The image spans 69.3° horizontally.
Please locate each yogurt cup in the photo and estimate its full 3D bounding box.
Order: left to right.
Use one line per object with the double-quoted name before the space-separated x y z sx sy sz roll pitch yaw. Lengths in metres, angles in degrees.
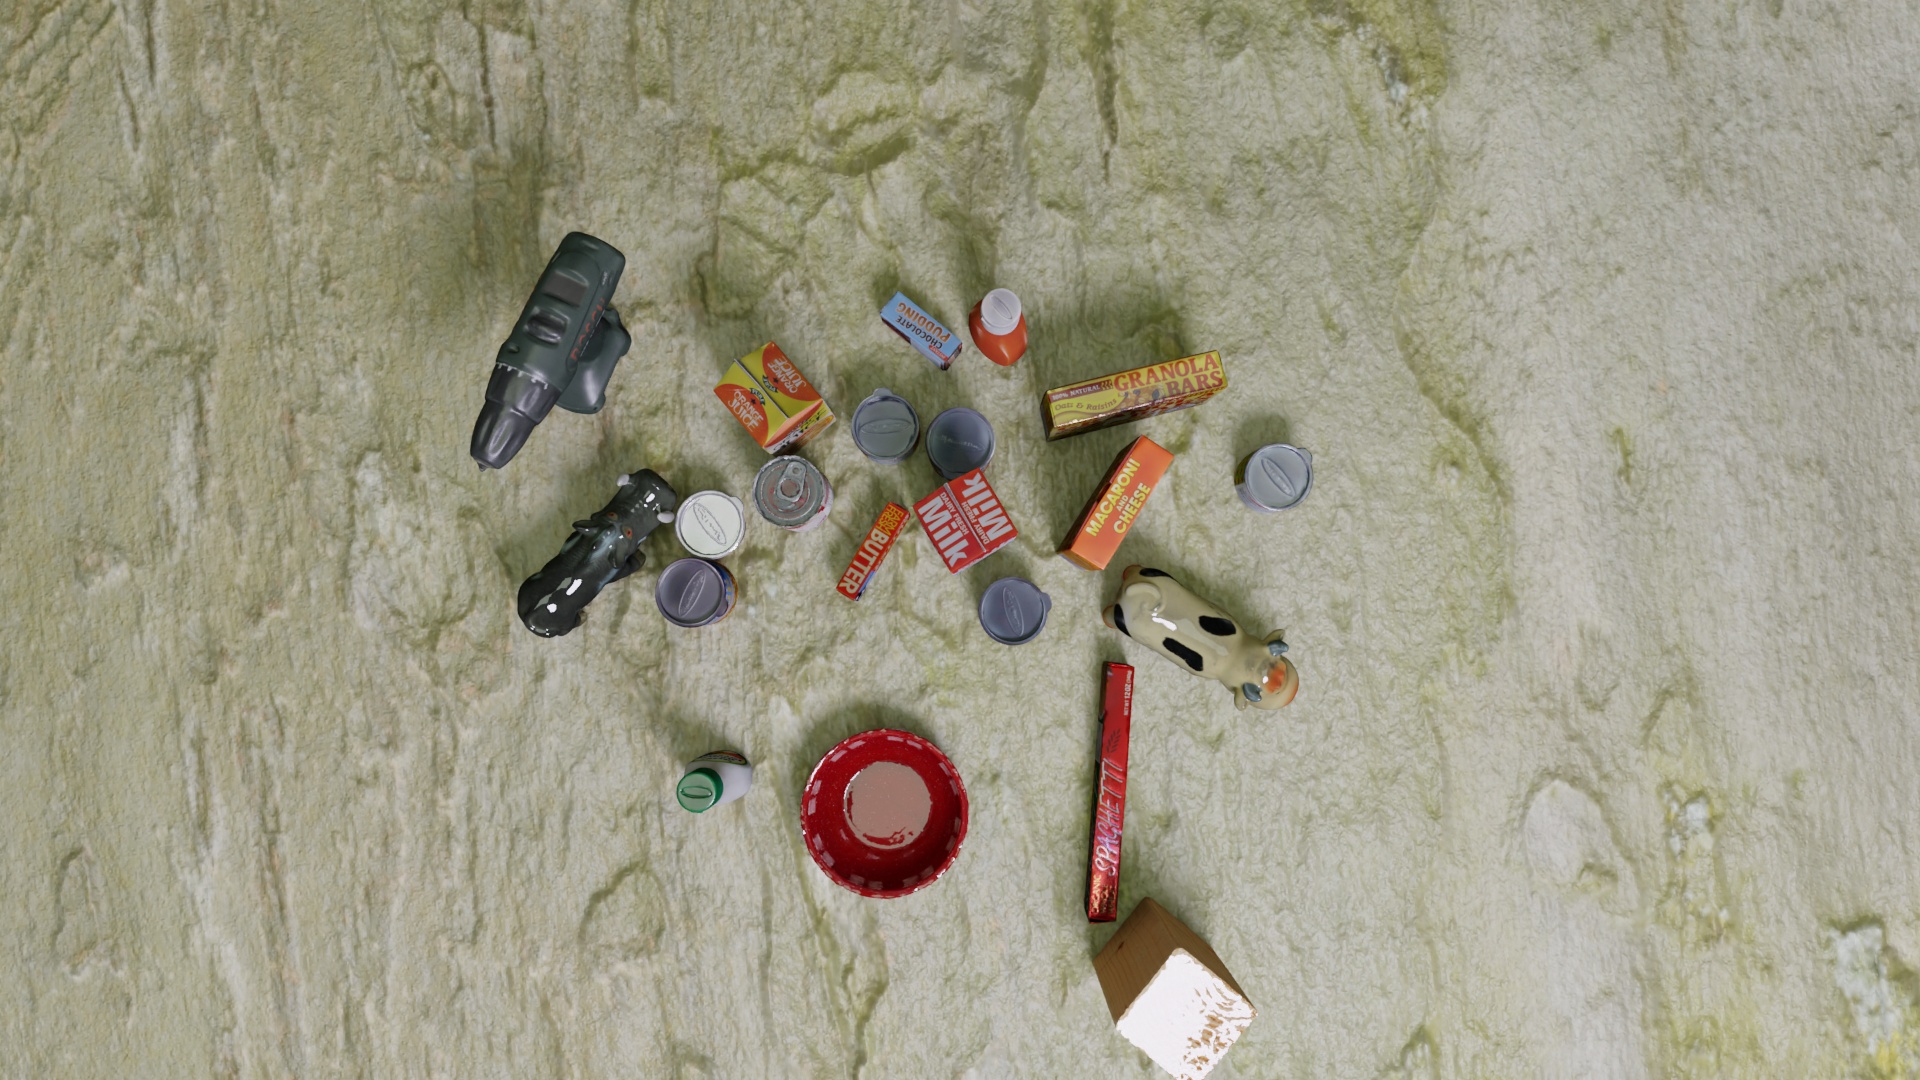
"yogurt cup" -0.242 -0.015 1.364 0.072 0.054 0.072 0 87 0

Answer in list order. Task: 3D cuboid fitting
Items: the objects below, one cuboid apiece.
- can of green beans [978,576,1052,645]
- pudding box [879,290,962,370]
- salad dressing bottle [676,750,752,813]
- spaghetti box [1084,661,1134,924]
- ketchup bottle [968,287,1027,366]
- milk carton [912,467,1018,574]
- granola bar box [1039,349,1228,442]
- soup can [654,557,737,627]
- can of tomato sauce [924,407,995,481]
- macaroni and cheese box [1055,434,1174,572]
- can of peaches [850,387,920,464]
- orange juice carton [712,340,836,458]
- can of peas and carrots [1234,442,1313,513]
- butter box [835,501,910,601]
"can of green beans" 0.050 0.069 1.358 0.071 0.058 0.071 0 87 0
"pudding box" -0.039 -0.207 1.376 0.084 0.049 0.030 38 88 2
"salad dressing bottle" -0.234 0.227 1.305 0.064 0.147 0.044 5 88 0
"spaghetti box" 0.144 0.243 1.354 0.029 0.050 0.250 4 87 0
"ketchup bottle" 0.036 -0.207 1.326 0.043 0.149 0.065 -41 88 -1
"milk carton" 0.005 -0.016 1.296 0.073 0.190 0.072 -31 88 -1
"granola bar box" 0.162 -0.138 1.336 0.166 0.124 0.039 -14 88 -1
"soup can" -0.252 0.052 1.346 0.071 0.084 0.071 0 88 0
"can of tomato sauce" 0.000 -0.090 1.354 0.071 0.083 0.071 0 88 0
"macaroni and cheese box" 0.142 -0.031 1.309 0.040 0.166 0.124 32 88 1
"can of peaches" -0.073 -0.111 1.367 0.071 0.058 0.071 0 87 0
"orange juice carton" -0.173 -0.129 1.300 0.073 0.192 0.072 -40 88 -1
"can of peas and carrots" 0.309 -0.062 1.365 0.071 0.058 0.071 0 87 0
"butter box" -0.085 0.011 1.363 0.024 0.053 0.103 31 88 1
